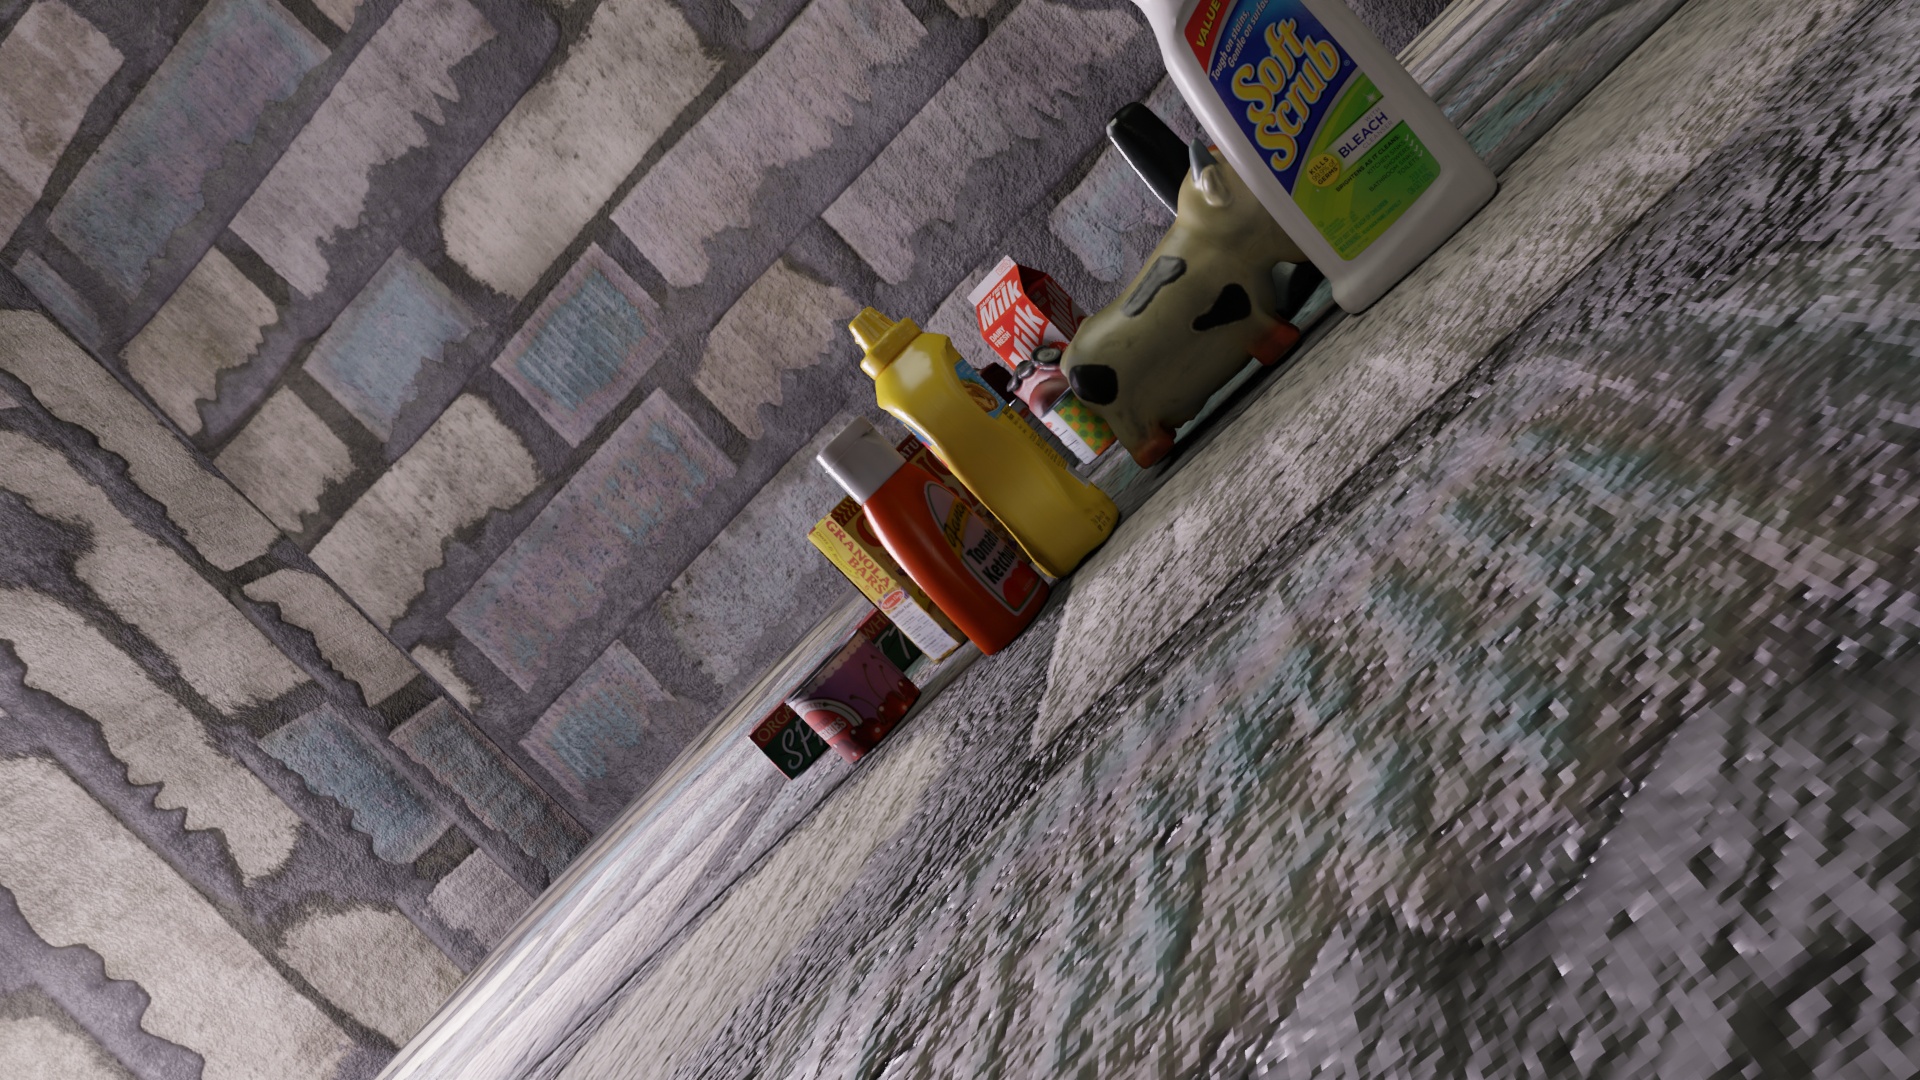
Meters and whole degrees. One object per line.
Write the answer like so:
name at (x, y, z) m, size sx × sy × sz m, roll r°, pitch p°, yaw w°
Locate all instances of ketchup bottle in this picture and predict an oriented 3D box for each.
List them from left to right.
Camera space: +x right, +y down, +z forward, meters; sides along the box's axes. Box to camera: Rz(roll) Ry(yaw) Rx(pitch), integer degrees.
ketchup bottle at (-0.017, -0.005, 0.782) m, size 0.043 × 0.149 × 0.065 m, roll -43°, pitch 4°, yaw 32°

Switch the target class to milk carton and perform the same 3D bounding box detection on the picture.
milk carton at (0.094, -0.205, 1.437) m, size 0.072 × 0.190 × 0.074 m, roll -42°, pitch 4°, yaw 36°

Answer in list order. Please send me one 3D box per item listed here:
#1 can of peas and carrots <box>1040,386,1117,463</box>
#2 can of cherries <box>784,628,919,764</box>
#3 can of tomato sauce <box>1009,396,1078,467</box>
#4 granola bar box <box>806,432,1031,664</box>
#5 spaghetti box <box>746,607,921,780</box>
can of peas and carrots at (0.114, -0.111, 1.203) m, size 0.071 × 0.058 × 0.071 m, roll -44°, pitch 4°, yaw 4°
can of cherries at (-0.070, 0.101, 0.882) m, size 0.071 × 0.058 × 0.071 m, roll -44°, pitch 4°, yaw 4°
can of tomato sauce at (0.058, -0.081, 1.297) m, size 0.071 × 0.083 × 0.071 m, roll -45°, pitch 4°, yaw 4°
granola bar box at (-0.012, -0.011, 0.971) m, size 0.039 × 0.124 × 0.166 m, roll -41°, pitch 5°, yaw 46°
spaghetti box at (-0.058, 0.079, 1.062) m, size 0.250 × 0.050 × 0.028 m, roll -45°, pitch 3°, yaw -4°
